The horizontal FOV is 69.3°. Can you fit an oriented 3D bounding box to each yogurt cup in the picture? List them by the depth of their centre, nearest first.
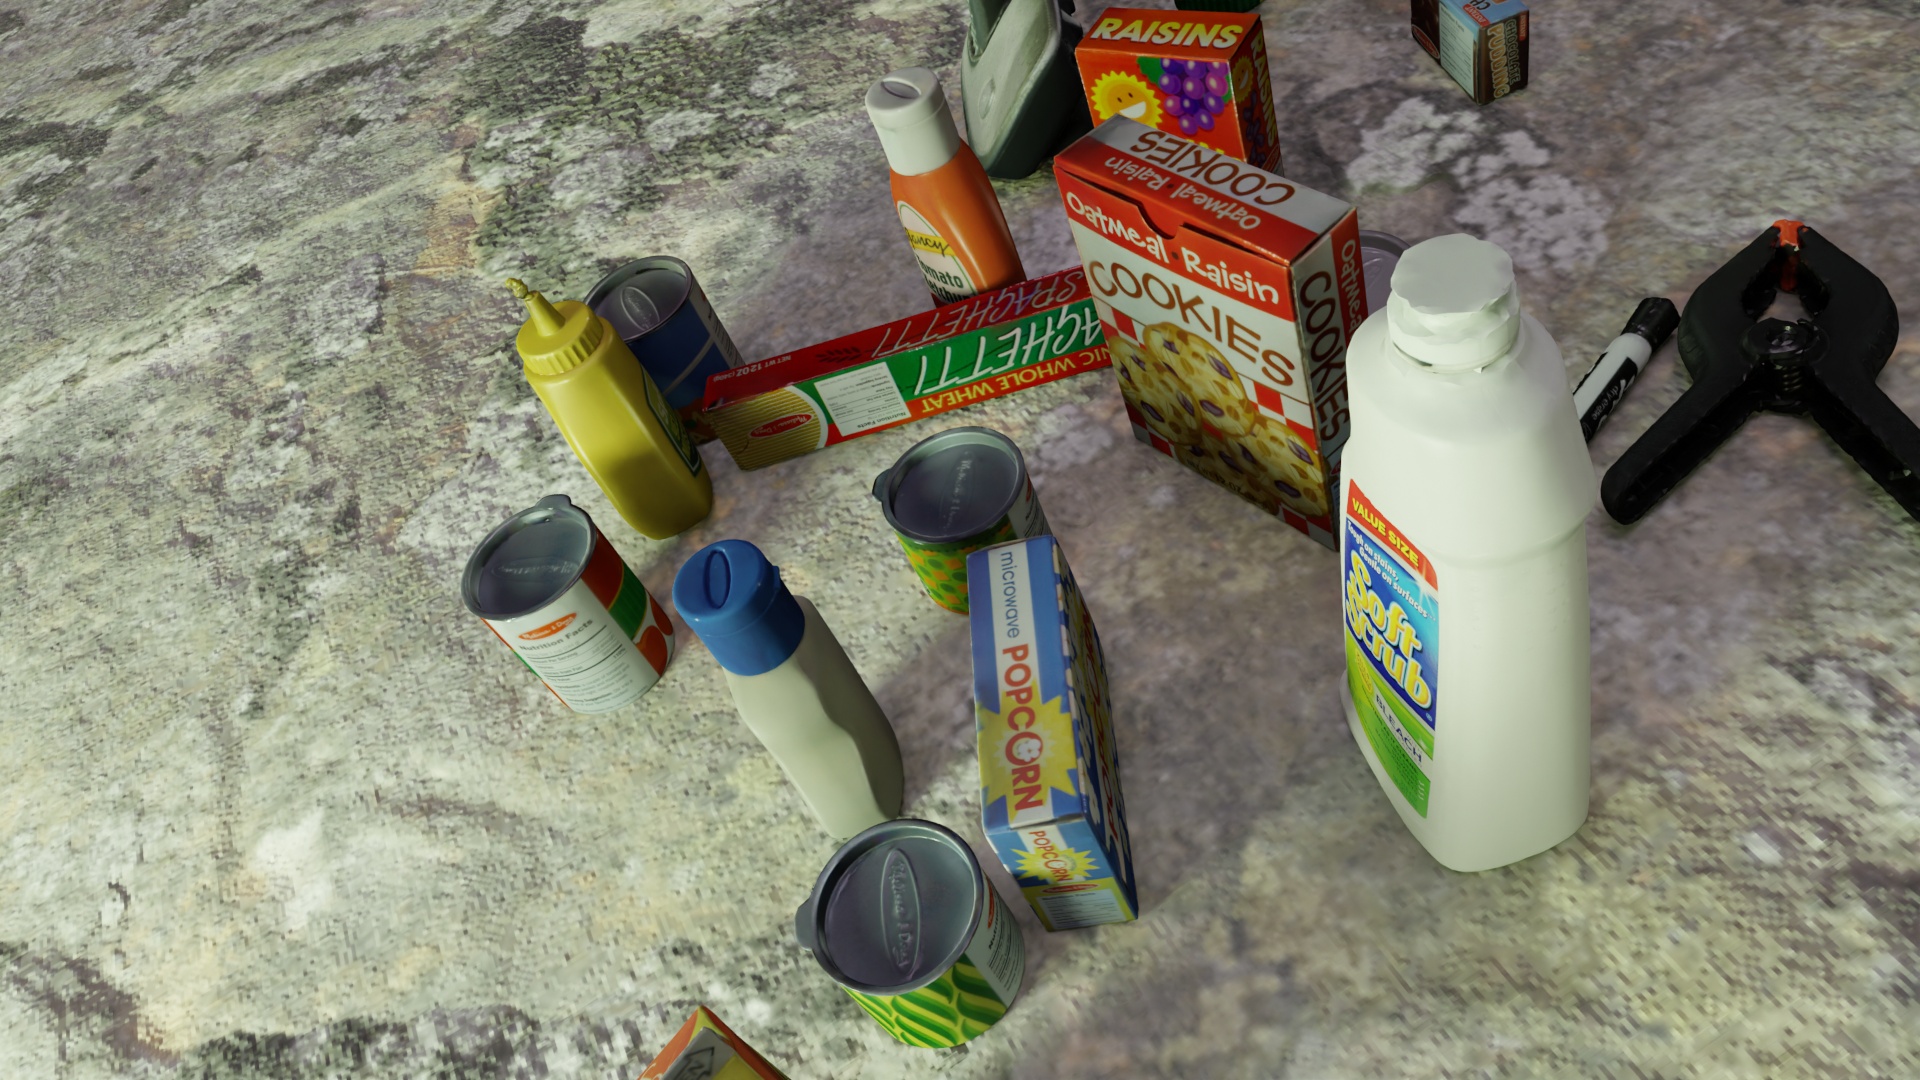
[{"bbox_3d":[0.180,-0.101,0.640,0.072,0.053,0.073,-11,49,13],"label":"yogurt cup"}]

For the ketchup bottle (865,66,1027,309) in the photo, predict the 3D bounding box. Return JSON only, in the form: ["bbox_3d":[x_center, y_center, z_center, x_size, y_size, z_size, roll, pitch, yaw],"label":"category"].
[{"bbox_3d":[-0.006,-0.168,0.704,0.043,0.148,0.065,-43,50,-15],"label":"ketchup bottle"}]

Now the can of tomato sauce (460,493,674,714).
[{"bbox_3d":[-0.182,0.031,0.652,0.071,0.082,0.071,-11,49,13],"label":"can of tomato sauce"}]

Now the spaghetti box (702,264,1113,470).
[{"bbox_3d":[-0.006,-0.092,0.708,0.250,0.050,0.029,-15,48,9],"label":"spaghetti box"}]

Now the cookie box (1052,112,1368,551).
[{"bbox_3d":[0.110,-0.083,0.576,0.040,0.166,0.123,-42,50,-14],"label":"cookie box"}]

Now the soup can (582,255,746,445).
[{"bbox_3d":[-0.160,-0.100,0.752,0.071,0.083,0.072,-11,49,13],"label":"soup can"}]

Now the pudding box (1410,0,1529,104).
[{"bbox_3d":[0.275,-0.282,0.756,0.030,0.049,0.084,-22,48,4],"label":"pudding box"}]

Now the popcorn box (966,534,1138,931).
[{"bbox_3d":[0.035,0.072,0.532,0.038,0.085,0.127,-13,49,11],"label":"popcorn box"}]

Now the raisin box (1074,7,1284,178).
[{"bbox_3d":[0.115,-0.206,0.705,0.086,0.123,0.040,18,61,32],"label":"raisin box"}]

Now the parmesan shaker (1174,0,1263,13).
[{"bbox_3d":[0.153,-0.379,0.848,0.071,0.102,0.072,-11,49,13],"label":"parmesan shaker"}]

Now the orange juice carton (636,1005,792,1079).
[{"bbox_3d":[-0.054,0.198,0.391,0.073,0.191,0.072,29,67,37],"label":"orange juice carton"}]

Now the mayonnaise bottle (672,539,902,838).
[{"bbox_3d":[-0.064,0.057,0.541,0.041,0.147,0.065,-18,48,7],"label":"mayonnaise bottle"}]

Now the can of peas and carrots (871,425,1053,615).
[{"bbox_3d":[0.002,-0.008,0.629,0.071,0.058,0.071,-11,49,13],"label":"can of peas and carrots"}]

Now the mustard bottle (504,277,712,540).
[{"bbox_3d":[-0.174,-0.068,0.680,0.049,0.159,0.065,-26,48,0],"label":"mustard bottle"}]

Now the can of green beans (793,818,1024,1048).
[{"bbox_3d":[-0.015,0.145,0.510,0.071,0.057,0.071,-11,49,13],"label":"can of green beans"}]
